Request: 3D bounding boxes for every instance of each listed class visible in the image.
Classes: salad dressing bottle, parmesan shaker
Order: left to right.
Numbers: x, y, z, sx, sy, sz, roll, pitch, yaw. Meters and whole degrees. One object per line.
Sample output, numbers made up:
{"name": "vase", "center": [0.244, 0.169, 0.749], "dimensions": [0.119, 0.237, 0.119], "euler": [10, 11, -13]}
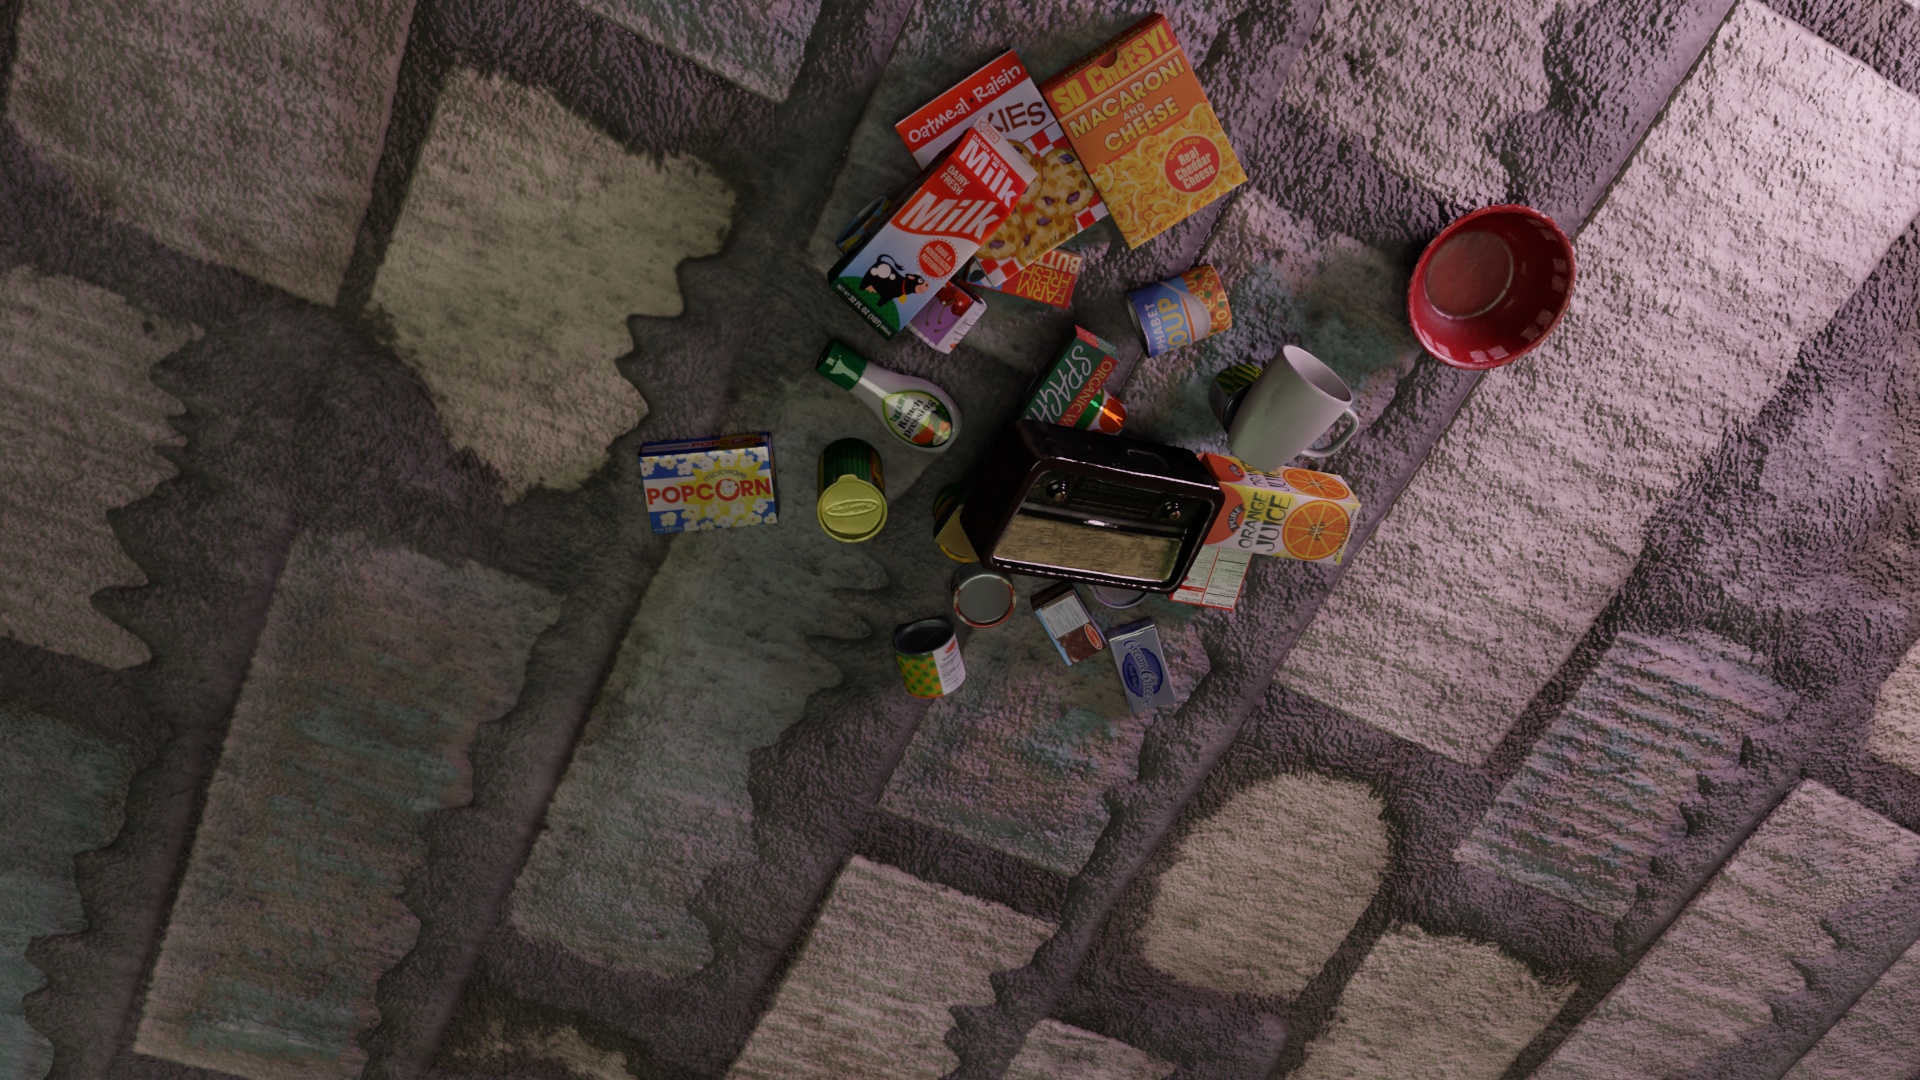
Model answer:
{"name": "parmesan shaker", "center": [-0.105, -0.053, 1.337], "dimensions": [0.071, 0.103, 0.071], "euler": [-2, 117, -4]}
{"name": "salad dressing bottle", "center": [-0.069, -0.139, 1.331], "dimensions": [0.147, 0.044, 0.064], "euler": [31, 108, -18]}

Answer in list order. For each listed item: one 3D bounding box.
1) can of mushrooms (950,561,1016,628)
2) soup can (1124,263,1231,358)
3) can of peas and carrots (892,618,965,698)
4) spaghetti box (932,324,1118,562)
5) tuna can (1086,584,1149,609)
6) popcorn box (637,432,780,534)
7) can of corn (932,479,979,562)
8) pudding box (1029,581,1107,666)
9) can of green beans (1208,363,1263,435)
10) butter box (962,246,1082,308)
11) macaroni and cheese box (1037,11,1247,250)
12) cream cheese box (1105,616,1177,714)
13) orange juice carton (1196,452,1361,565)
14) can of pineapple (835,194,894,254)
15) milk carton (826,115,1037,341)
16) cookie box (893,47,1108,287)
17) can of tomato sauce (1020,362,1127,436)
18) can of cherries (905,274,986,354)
{"name": "can of mushrooms", "center": [0.025, 0.058, 1.443], "dimensions": [0.071, 0.033, 0.070], "euler": [-2, 116, -5]}
{"name": "soup can", "center": [0.205, -0.215, 1.305], "dimensions": [0.084, 0.071, 0.071], "euler": [-20, 116, 4]}
{"name": "can of peas and carrots", "center": [-0.034, 0.123, 1.453], "dimensions": [0.071, 0.071, 0.058], "euler": [-13, 117, 1]}
{"name": "spaghetti box", "center": [0.059, -0.088, 1.303], "dimensions": [0.050, 0.029, 0.249], "euler": [27, 114, -18]}
{"name": "tuna can", "center": [0.163, 0.036, 1.446], "dimensions": [0.071, 0.033, 0.070], "euler": [-2, 116, -4]}
{"name": "popcorn box", "center": [-0.245, -0.056, 1.358], "dimensions": [0.127, 0.038, 0.084], "euler": [-5, 116, -3]}
{"name": "can of corn", "center": [0.005, -0.017, 1.390], "dimensions": [0.071, 0.058, 0.070], "euler": [-2, 116, -4]}
{"name": "pudding box", "center": [0.114, 0.087, 1.468], "dimensions": [0.049, 0.030, 0.083], "euler": [-29, 115, 8]}
{"name": "can of green beans", "center": [0.282, -0.133, 1.360], "dimensions": [0.071, 0.058, 0.071], "euler": [-2, 116, -4]}
{"name": "butter box", "center": [0.059, -0.255, 1.297], "dimensions": [0.103, 0.024, 0.053], "euler": [13, 114, -11]}
{"name": "macaroni and cheese box", "center": [0.164, -0.365, 1.244], "dimensions": [0.123, 0.040, 0.166], "euler": [-31, 115, 9]}
{"name": "cream cheese box", "center": [0.196, 0.136, 1.503], "dimensions": [0.053, 0.024, 0.103], "euler": [-18, 116, 3]}
{"name": "orange juice carton", "center": [0.295, -0.035, 1.401], "dimensions": [0.193, 0.073, 0.071], "euler": [9, 117, -9]}
{"name": "can of pineapple", "center": [-0.071, -0.268, 1.253], "dimensions": [0.071, 0.071, 0.058], "euler": [-41, 112, 14]}
{"name": "milk carton", "center": [-0.024, -0.267, 1.186], "dimensions": [0.190, 0.073, 0.072], "euler": [-45, 108, 8]}
{"name": "cookie box", "center": [0.036, -0.331, 1.234], "dimensions": [0.123, 0.040, 0.167], "euler": [-32, 107, 5]}
{"name": "can of tomato sauce", "center": [0.111, -0.128, 1.342], "dimensions": [0.083, 0.071, 0.071], "euler": [32, 109, -20]}
{"name": "can of cherries", "center": [-0.020, -0.217, 1.286], "dimensions": [0.071, 0.072, 0.058], "euler": [35, 108, -20]}
